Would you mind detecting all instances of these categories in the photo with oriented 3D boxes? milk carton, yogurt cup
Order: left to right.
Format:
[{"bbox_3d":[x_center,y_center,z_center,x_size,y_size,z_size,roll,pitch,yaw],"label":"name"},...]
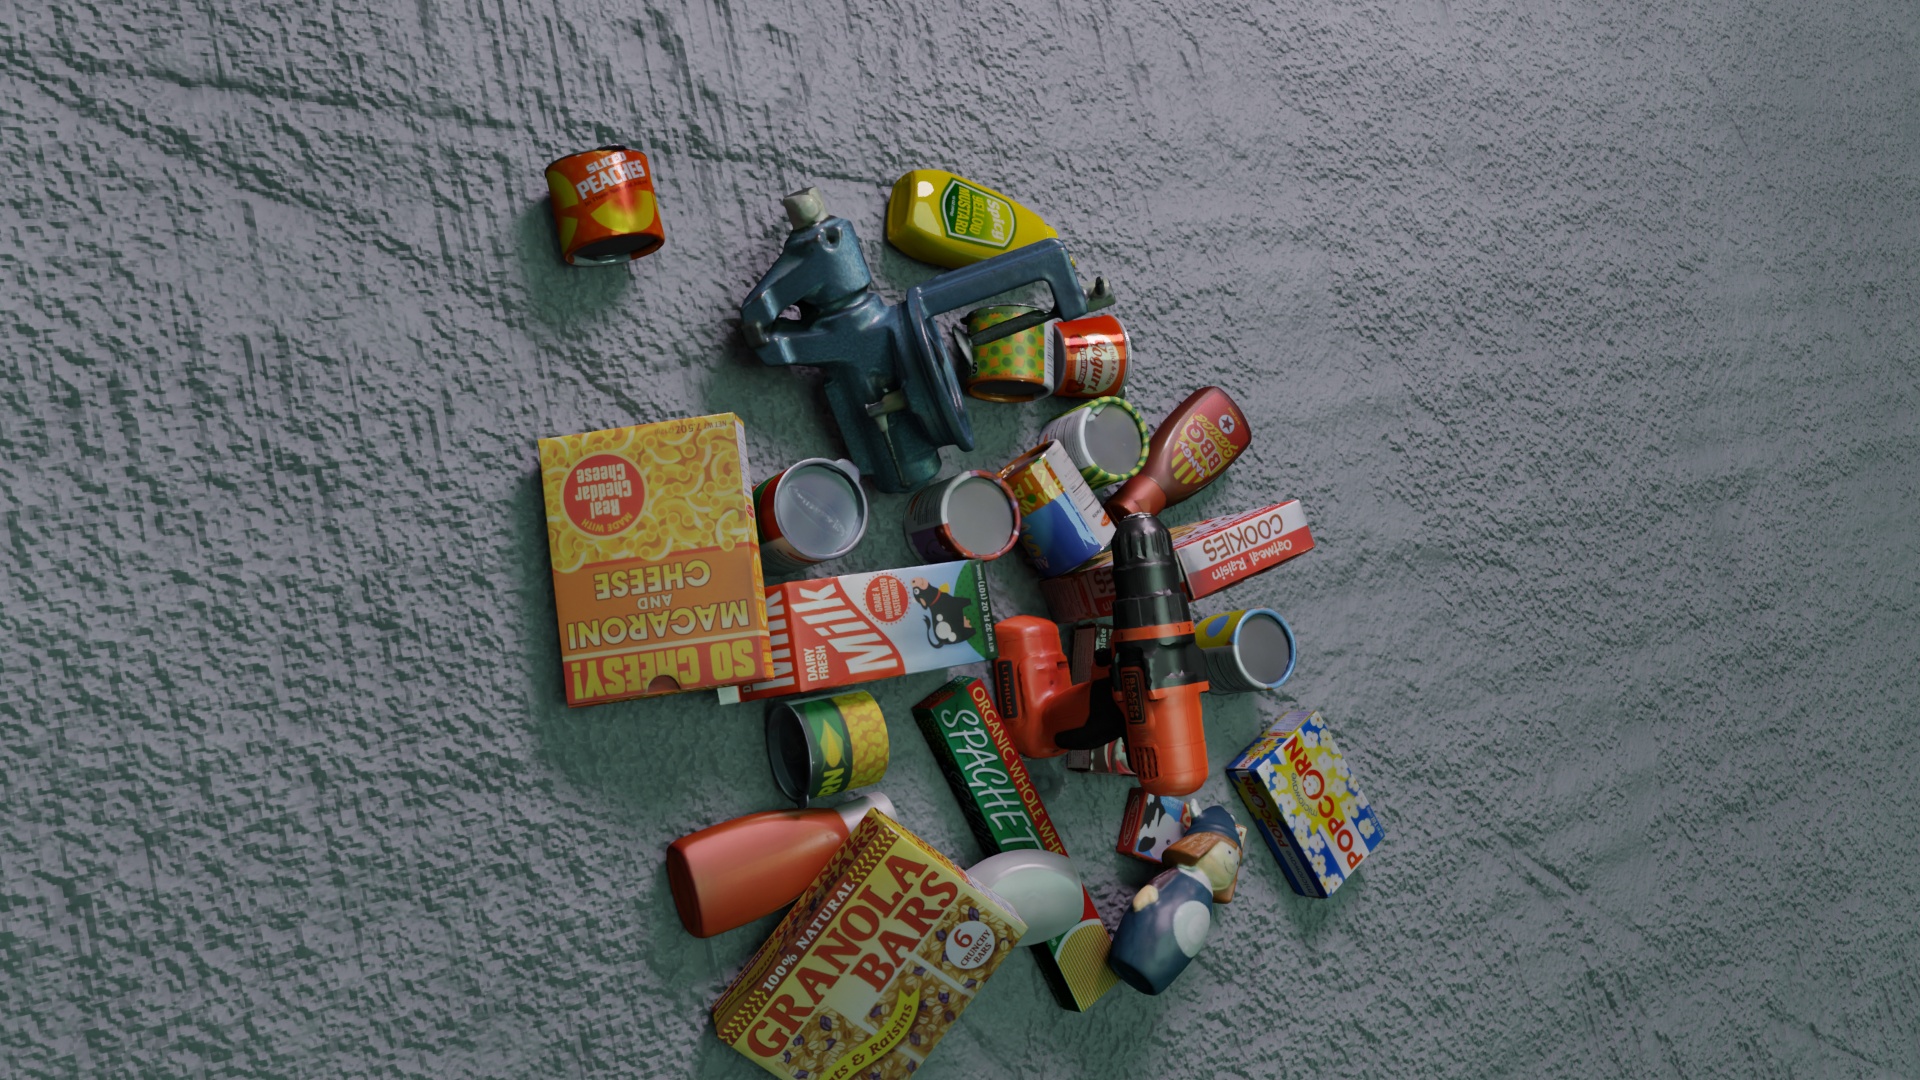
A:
[{"bbox_3d":[-0.076,0.061,0.926,0.191,0.073,0.072,-7,84,-31],"label":"milk carton"},{"bbox_3d":[0.093,-0.140,1.071,0.054,0.072,0.072,-4,83,-23],"label":"yogurt cup"}]

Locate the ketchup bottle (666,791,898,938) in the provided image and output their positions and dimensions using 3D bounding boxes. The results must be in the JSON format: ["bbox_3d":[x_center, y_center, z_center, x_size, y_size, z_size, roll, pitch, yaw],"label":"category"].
[{"bbox_3d":[-0.111,0.202,0.896,0.149,0.043,0.064,-14,90,-32],"label":"ketchup bottle"}]

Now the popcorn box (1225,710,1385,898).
[{"bbox_3d":[0.282,0.214,1.127,0.085,0.038,0.126,-35,99,-30],"label":"popcorn box"}]

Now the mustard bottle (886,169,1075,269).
[{"bbox_3d":[0.024,-0.233,1.055,0.160,0.048,0.065,10,78,-28],"label":"mustard bottle"}]

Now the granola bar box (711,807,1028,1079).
[{"bbox_3d":[-0.057,0.271,0.881,0.124,0.039,0.165,39,88,-17],"label":"granola bar box"}]

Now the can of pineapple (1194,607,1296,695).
[{"bbox_3d":[0.225,0.087,1.107,0.071,0.057,0.071,6,77,-29],"label":"can of pineapple"}]

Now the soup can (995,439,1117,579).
[{"bbox_3d":[0.065,-0.022,1.032,0.072,0.071,0.083,-39,100,-30],"label":"soup can"}]

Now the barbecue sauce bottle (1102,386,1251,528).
[{"bbox_3d":[0.171,-0.060,1.112,0.149,0.043,0.065,-43,104,-29],"label":"barbecue sauce bottle"}]

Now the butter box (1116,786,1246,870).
[{"bbox_3d":[0.172,0.230,1.068,0.103,0.024,0.053,26,69,-24],"label":"butter box"}]

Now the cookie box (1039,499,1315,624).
[{"bbox_3d":[0.156,0.018,1.015,0.123,0.167,0.040,-21,93,-31],"label":"cookie box"}]

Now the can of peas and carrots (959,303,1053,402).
[{"bbox_3d":[0.034,-0.139,1.035,0.071,0.071,0.059,6,78,-29],"label":"can of peas and carrots"}]

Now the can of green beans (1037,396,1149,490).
[{"bbox_3d":[0.102,-0.073,1.066,0.071,0.057,0.071,6,78,-30],"label":"can of green beans"}]

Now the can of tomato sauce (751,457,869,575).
[{"bbox_3d":[-0.107,-0.016,0.917,0.071,0.083,0.071,6,78,-30],"label":"can of tomato sauce"}]

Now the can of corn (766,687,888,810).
[{"bbox_3d":[-0.086,0.136,0.910,0.058,0.071,0.071,-8,85,-32],"label":"can of corn"}]

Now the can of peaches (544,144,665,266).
[{"bbox_3d":[-0.227,-0.214,0.892,0.071,0.071,0.058,-12,88,-31],"label":"can of peaches"}]

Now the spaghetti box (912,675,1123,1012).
[{"bbox_3d":[0.043,0.216,0.993,0.050,0.028,0.249,-29,96,-32],"label":"spaghetti box"}]

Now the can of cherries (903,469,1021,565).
[{"bbox_3d":[0.004,-0.012,0.996,0.071,0.058,0.071,6,78,-29],"label":"can of cherries"}]

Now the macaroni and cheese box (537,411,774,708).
[{"bbox_3d":[-0.188,0.013,0.857,0.124,0.040,0.166,-8,84,1],"label":"macaroni and cheese box"}]

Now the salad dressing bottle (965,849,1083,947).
[{"bbox_3d":[0.007,0.247,0.937,0.148,0.044,0.064,-5,102,-14],"label":"salad dressing bottle"}]
